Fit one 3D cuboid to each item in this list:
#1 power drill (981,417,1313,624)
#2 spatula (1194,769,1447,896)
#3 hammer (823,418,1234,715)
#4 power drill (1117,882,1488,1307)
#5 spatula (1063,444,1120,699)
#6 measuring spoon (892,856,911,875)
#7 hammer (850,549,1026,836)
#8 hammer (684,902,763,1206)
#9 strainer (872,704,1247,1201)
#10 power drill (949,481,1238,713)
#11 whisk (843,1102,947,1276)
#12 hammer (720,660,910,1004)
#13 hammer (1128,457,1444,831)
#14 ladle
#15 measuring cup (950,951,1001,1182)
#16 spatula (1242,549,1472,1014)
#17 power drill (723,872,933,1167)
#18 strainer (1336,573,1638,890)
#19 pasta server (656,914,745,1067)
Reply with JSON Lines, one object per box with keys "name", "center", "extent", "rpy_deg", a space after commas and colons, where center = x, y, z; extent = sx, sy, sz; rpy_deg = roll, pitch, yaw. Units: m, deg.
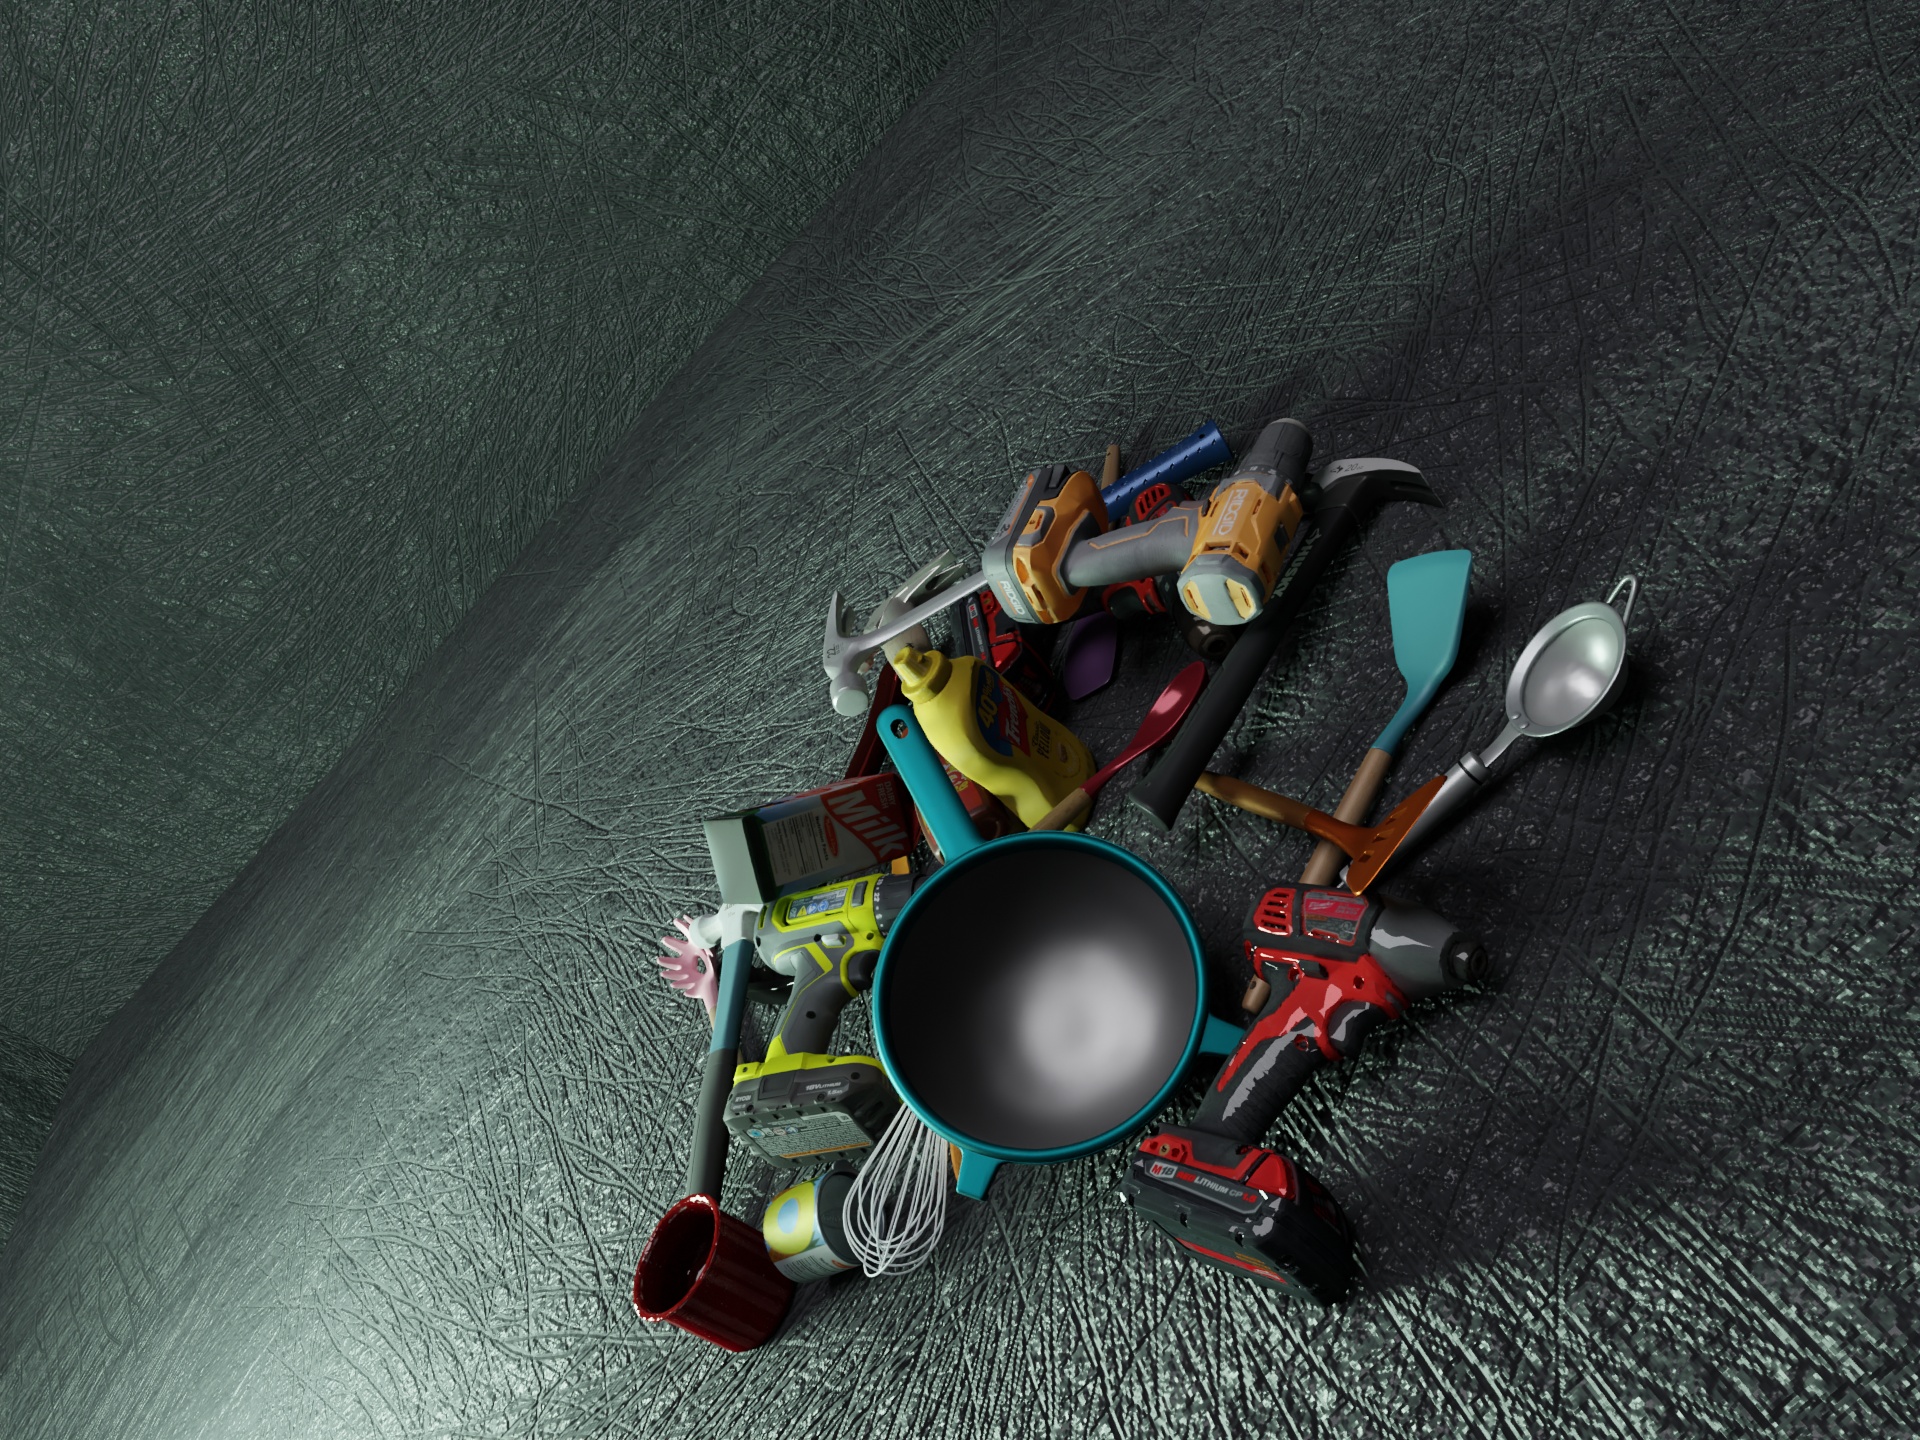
{"name": "power drill", "center": [0.149, -0.153, 1.198], "extent": [0.226, 0.084, 0.185], "rpy_deg": [1, 49, 35]}
{"name": "spatula", "center": [0.202, 0.052, 0.987], "extent": [0.081, 0.041, 0.323], "rpy_deg": [-52, 17, -5]}
{"name": "hammer", "center": [0.051, -0.149, 1.407], "extent": [0.405, 0.035, 0.144], "rpy_deg": [-29, 40, 11]}
{"name": "power drill", "center": [0.190, 0.189, 0.861], "extent": [0.143, 0.078, 0.220], "rpy_deg": [2, 54, 49]}
{"name": "spatula", "center": [0.124, -0.139, 1.408], "extent": [0.060, 0.018, 0.316], "rpy_deg": [-29, 36, 37]}
{"name": "measuring spoon", "center": [-0.048, 0.131, 1.350], "extent": [0.021, 0.011, 0.117], "rpy_deg": [-36, 35, 21]}
{"name": "hammer", "center": [-0.002, -0.004, 1.371], "extent": [0.146, 0.038, 0.411], "rpy_deg": [-41, 36, 11]}
{"name": "hammer", "center": [-0.198, 0.288, 1.309], "extent": [0.128, 0.033, 0.331], "rpy_deg": [-30, 42, 37]}
{"name": "strainer", "center": [0.030, 0.136, 1.043], "extent": [0.211, 0.095, 0.341], "rpy_deg": [-29, 58, -1]}
{"name": "power drill", "center": [0.112, -0.079, 1.276], "extent": [0.226, 0.080, 0.188], "rpy_deg": [-30, 40, 16]}
{"name": "whisk", "center": [-0.018, 0.254, 1.117], "extent": [0.070, 0.070, 0.285], "rpy_deg": [-25, 34, 40]}
{"name": "hammer", "center": [-0.103, 0.091, 1.448], "extent": [0.149, 0.036, 0.359], "rpy_deg": [-14, 45, 48]}
{"name": "hammer", "center": [0.218, -0.060, 1.124], "extent": [0.146, 0.035, 0.335], "rpy_deg": [1, 50, 56]}
{"name": "ladle", "center": [0.072, 0.071, 1.161], "extent": [0.315, 0.031, 0.069], "rpy_deg": [-42, 9, -10]}
{"name": "measuring cup", "center": [0.016, 0.227, 1.087], "extent": [0.052, 0.095, 0.174], "rpy_deg": [-23, 57, 34]}
{"name": "spatula", "center": [0.244, 0.037, 0.997], "extent": [0.317, 0.044, 0.082], "rpy_deg": [-60, 19, -14]}
{"name": "power drill", "center": [-0.082, 0.214, 1.215], "extent": [0.190, 0.080, 0.229], "rpy_deg": [-15, 41, 24]}
{"name": "strainer", "center": [0.307, 0.023, 0.927], "extent": [0.258, 0.050, 0.087], "rpy_deg": [-47, 22, 19]}
{"name": "pasta server", "center": [-0.217, 0.269, 1.402], "extent": [0.060, 0.040, 0.316], "rpy_deg": [-58, 28, 10]}
